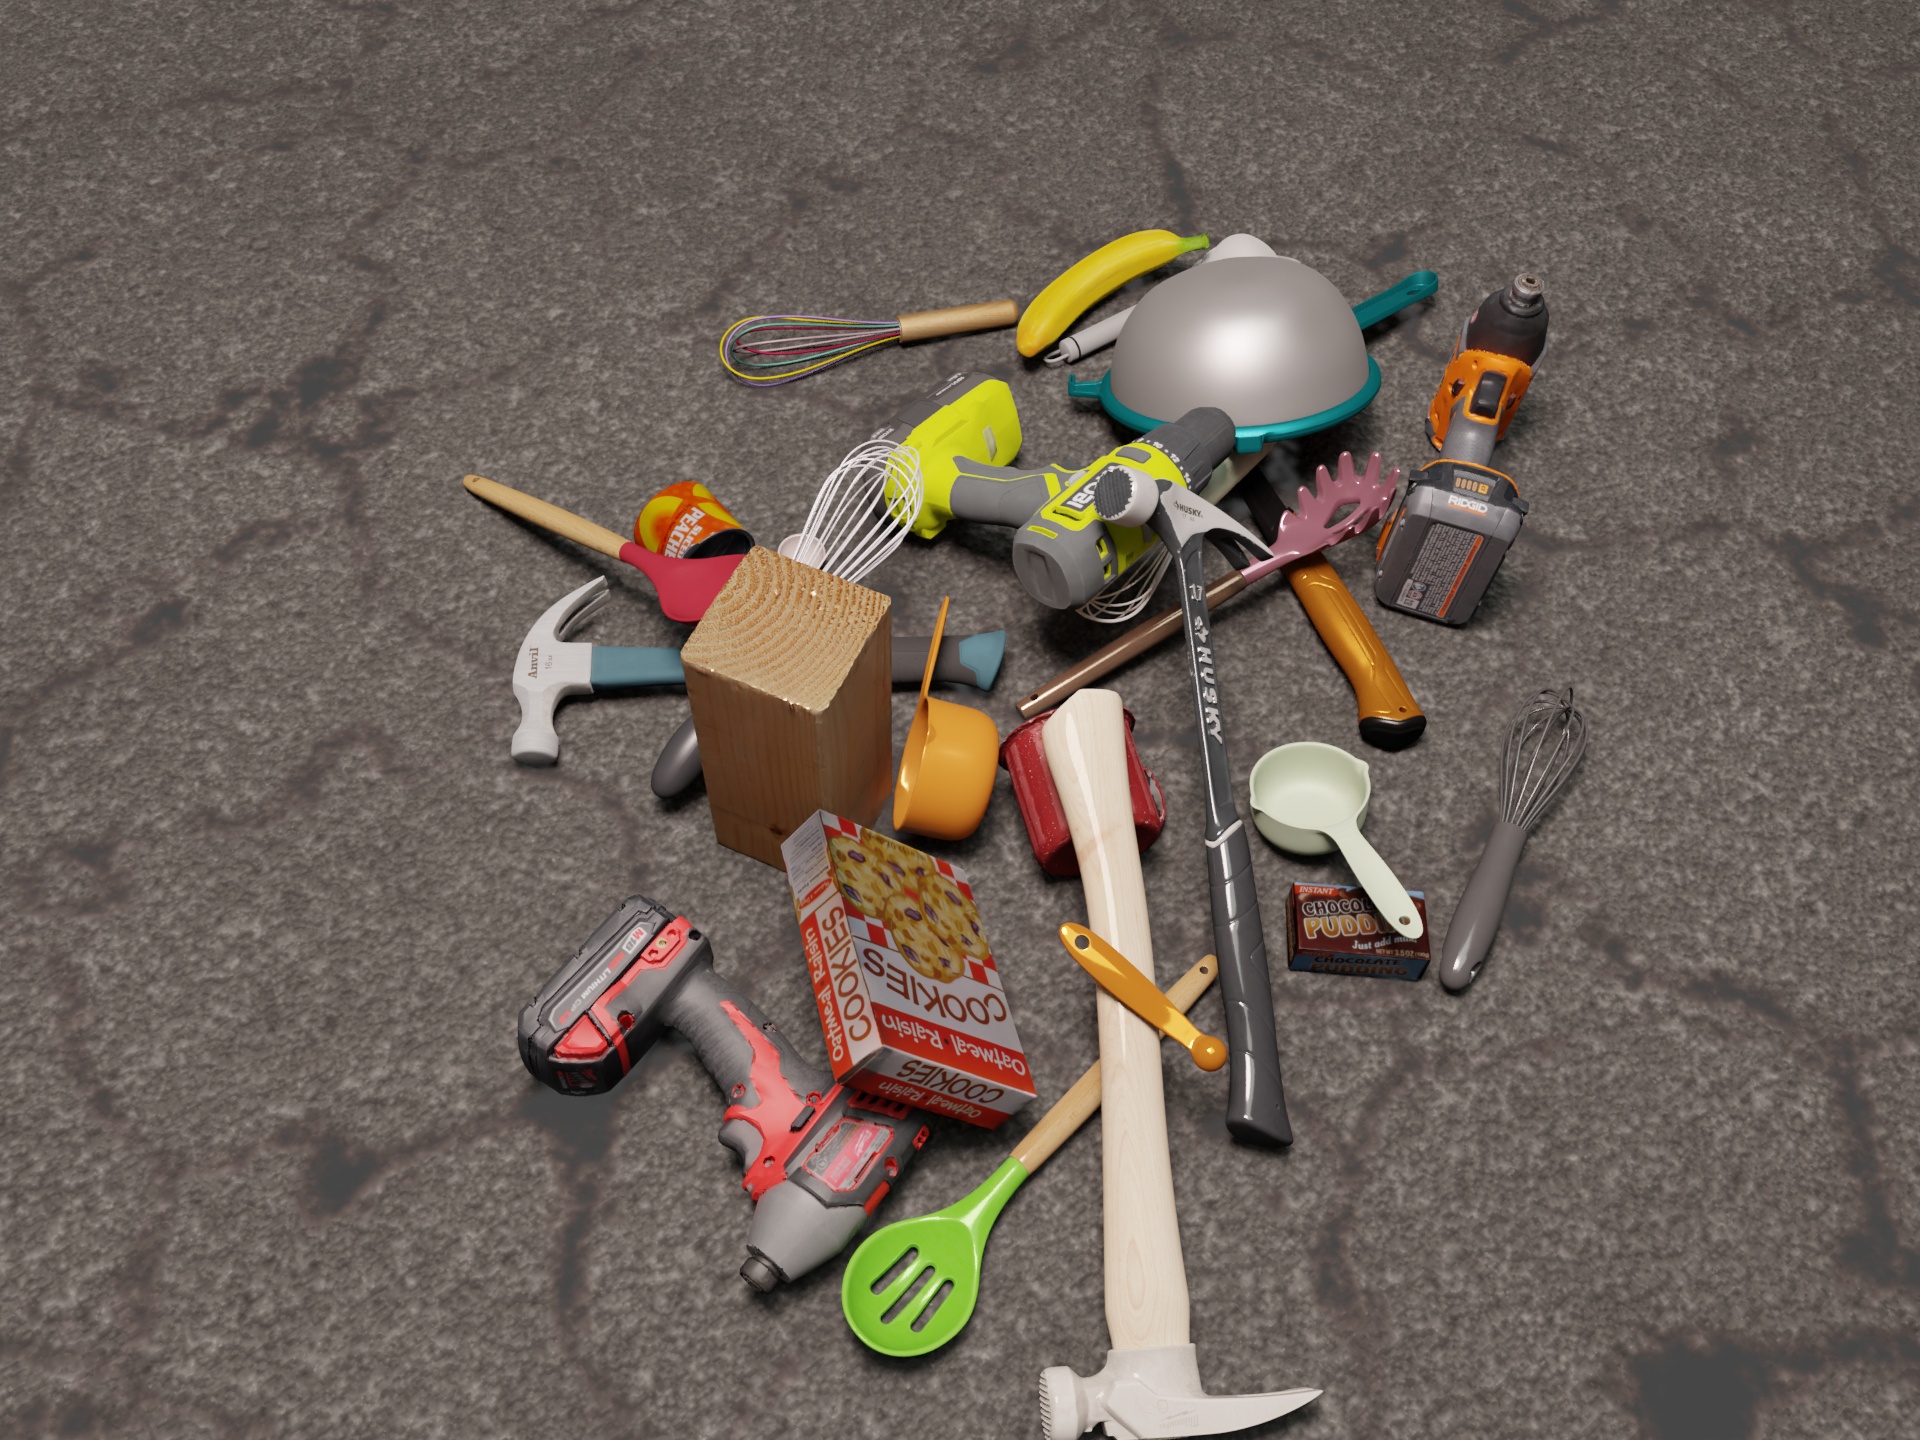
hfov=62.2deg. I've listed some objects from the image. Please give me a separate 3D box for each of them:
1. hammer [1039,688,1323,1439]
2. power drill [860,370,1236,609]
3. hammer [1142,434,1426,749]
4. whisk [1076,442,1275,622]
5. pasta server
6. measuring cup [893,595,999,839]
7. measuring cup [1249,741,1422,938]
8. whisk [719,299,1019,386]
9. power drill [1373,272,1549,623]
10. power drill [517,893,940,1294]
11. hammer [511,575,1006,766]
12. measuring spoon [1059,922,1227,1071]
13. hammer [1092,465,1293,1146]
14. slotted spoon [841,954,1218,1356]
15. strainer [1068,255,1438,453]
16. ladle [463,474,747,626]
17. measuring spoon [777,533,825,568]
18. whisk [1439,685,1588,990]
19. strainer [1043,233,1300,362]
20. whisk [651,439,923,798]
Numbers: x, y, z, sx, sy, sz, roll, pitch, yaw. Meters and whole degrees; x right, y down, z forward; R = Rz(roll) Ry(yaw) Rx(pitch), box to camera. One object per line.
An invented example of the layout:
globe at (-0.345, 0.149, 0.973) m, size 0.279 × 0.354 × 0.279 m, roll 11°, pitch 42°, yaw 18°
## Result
hammer at (0.104, 0.179, 0.895) m, size 0.146 × 0.038 × 0.411 m, roll -2°, pitch 71°, yaw -5°
power drill at (0.060, -0.174, 1.108) m, size 0.229 × 0.080 × 0.190 m, roll 25°, pitch 56°, yaw 40°
hammer at (0.252, -0.123, 1.159) m, size 0.127 × 0.034 × 0.337 m, roll -16°, pitch 59°, yaw -11°
whisk at (0.158, -0.149, 1.130) m, size 0.059 × 0.057 × 0.246 m, roll 40°, pitch 62°, yaw 12°
pasta server at (0.172, -0.091, 1.104) m, size 0.316 × 0.040 × 0.060 m, roll -31°, pitch 50°, yaw -10°
measuring cup at (-0.002, -0.003, 1.032) m, size 0.052 × 0.095 × 0.174 m, roll 15°, pitch 60°, yaw -9°
measuring cup at (0.241, 0.083, 1.002) m, size 0.083 × 0.038 × 0.168 m, roll -19°, pitch 47°, yaw -10°
whisk at (-0.071, -0.312, 1.266) m, size 0.245 × 0.051 × 0.047 m, roll -12°, pitch 52°, yaw -14°
power drill at (0.369, -0.202, 1.141) m, size 0.084 × 0.164 × 0.227 m, roll 18°, pitch 60°, yaw 8°
power drill at (-0.136, 0.211, 0.898) m, size 0.220 × 0.078 × 0.143 m, roll 32°, pitch 61°, yaw 14°
hammer at (-0.133, -0.037, 1.078) m, size 0.331 × 0.033 × 0.128 m, roll -2°, pitch 66°, yaw -5°
measuring spoon at (0.101, 0.151, 0.879) m, size 0.117 × 0.011 × 0.021 m, roll 40°, pitch 71°, yaw 9°
hammer at (0.160, 0.050, 0.969) m, size 0.149 × 0.036 × 0.409 m, roll 10°, pitch 69°, yaw -44°
slotted spoon at (0.052, 0.240, 0.915) m, size 0.070 × 0.031 × 0.314 m, roll 39°, pitch 61°, yaw 21°
strainer at (0.255, -0.318, 1.217) m, size 0.340 × 0.095 × 0.211 m, roll -30°, pitch 39°, yaw -28°
ladle at (-0.247, -0.123, 1.092) m, size 0.316 × 0.031 × 0.069 m, roll 25°, pitch 56°, yaw 34°
measuring spoon at (-0.111, -0.077, 1.127) m, size 0.034 × 0.018 × 0.124 m, roll -2°, pitch 63°, yaw -5°
whisk at (0.356, 0.072, 1.029) m, size 0.055 × 0.055 × 0.239 m, roll 24°, pitch 62°, yaw 13°
strainer at (0.176, -0.347, 1.302) m, size 0.258 × 0.050 × 0.087 m, roll -29°, pitch 47°, yaw -16°
whisk at (-0.113, -0.067, 1.037) m, size 0.070 × 0.070 × 0.284 m, roll 31°, pitch 80°, yaw 17°
